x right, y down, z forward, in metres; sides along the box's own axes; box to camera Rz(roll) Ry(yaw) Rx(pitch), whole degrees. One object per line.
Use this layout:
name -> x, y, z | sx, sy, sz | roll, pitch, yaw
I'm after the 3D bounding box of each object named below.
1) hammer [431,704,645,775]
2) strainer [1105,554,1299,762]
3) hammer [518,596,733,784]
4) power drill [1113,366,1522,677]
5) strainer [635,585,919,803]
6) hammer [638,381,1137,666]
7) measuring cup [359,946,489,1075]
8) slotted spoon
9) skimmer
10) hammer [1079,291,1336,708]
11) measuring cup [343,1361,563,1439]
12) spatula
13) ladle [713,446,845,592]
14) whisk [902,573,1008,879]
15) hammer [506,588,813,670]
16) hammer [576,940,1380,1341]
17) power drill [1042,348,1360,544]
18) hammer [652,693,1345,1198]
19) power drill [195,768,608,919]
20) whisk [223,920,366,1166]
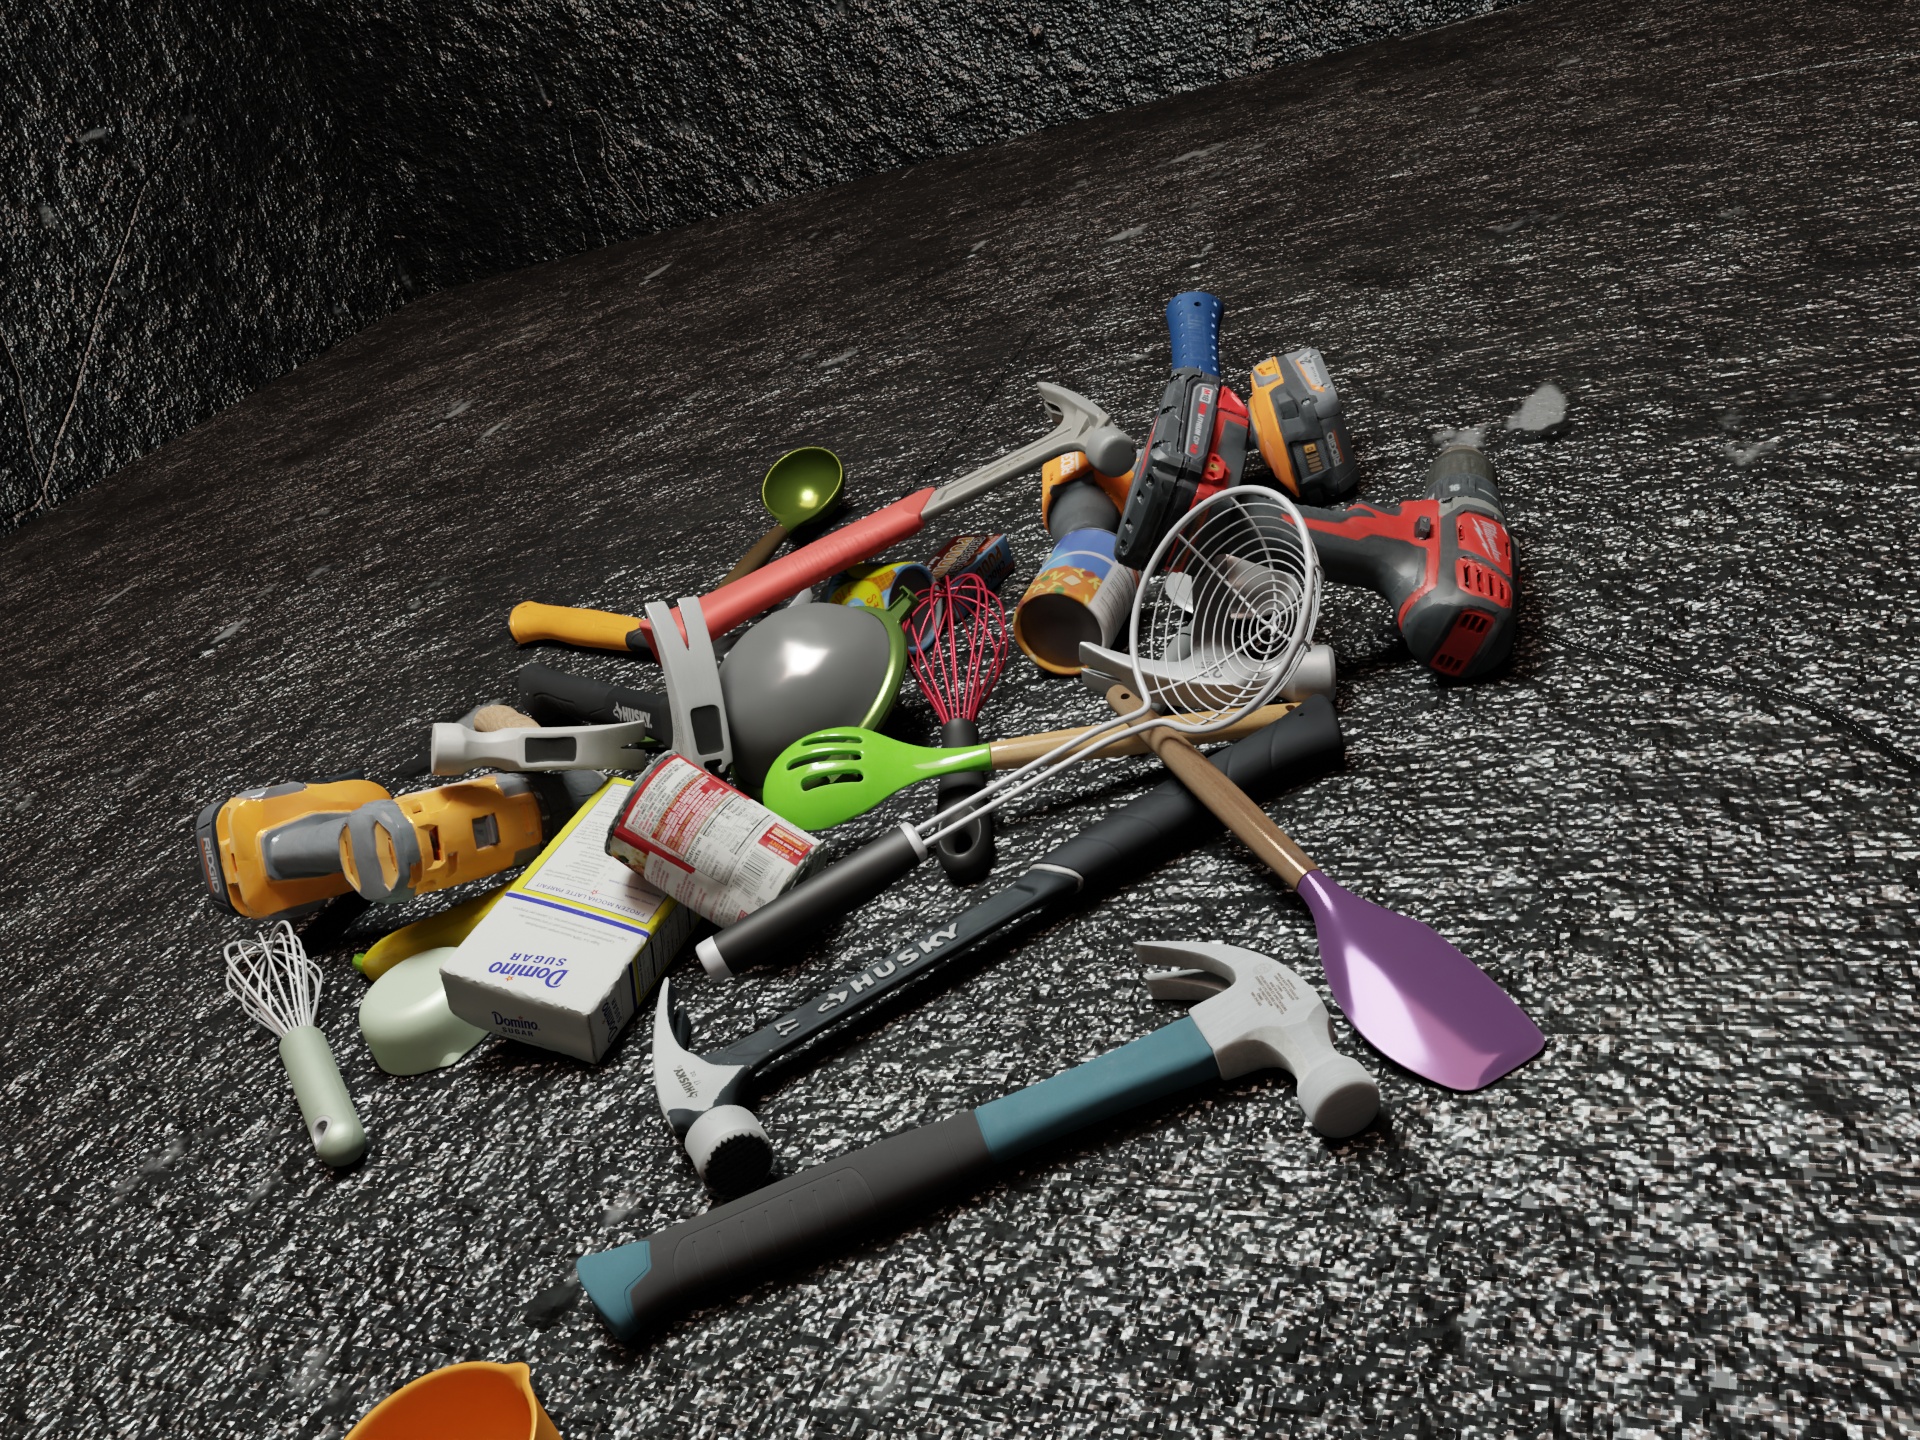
hammer -> -0.296, 0.010, 1.076 | 0.130, 0.031, 0.331 | 1, 3, -21
strainer -> 0.146, -0.055, 0.988 | 0.087, 0.050, 0.258 | 13, 43, 25
hammer -> -0.243, -0.016, 1.102 | 0.035, 0.146, 0.335 | -12, 12, -31
power drill -> 0.216, -0.127, 0.927 | 0.226, 0.080, 0.188 | 19, 43, 1
strainer -> -0.150, -0.020, 1.047 | 0.256, 0.069, 0.152 | -10, 51, 40
hammer -> -0.059, -0.137, 1.123 | 0.359, 0.036, 0.149 | -27, 32, -7
measuring cup -> -0.262, 0.139, 0.906 | 0.167, 0.038, 0.083 | -29, 29, -14
slotted spoon -> 0.042, 0.015, 0.889 | 0.314, 0.031, 0.070 | -7, 48, 1
skimmer -> 0.019, 0.010, 0.791 | 0.363, 0.090, 0.127 | -30, 40, -5
hammer -> 0.153, -0.158, 1.036 | 0.144, 0.035, 0.406 | -2, 46, 7
measuring cup -> -0.153, 0.292, 0.549 | 0.174, 0.052, 0.095 | 11, 41, 42
spatula -> 0.148, 0.063, 0.749 | 0.060, 0.018, 0.316 | -26, 38, -10
ladle -> -0.159, -0.158, 1.311 | 0.078, 0.062, 0.320 | -10, 21, 14
whisk -> -0.002, -0.003, 0.977 | 0.073, 0.073, 0.296 | -15, 35, 9
hammer -> -0.262, -0.075, 1.297 | 0.337, 0.034, 0.127 | 9, 40, 43
hammer -> -0.002, 0.180, 0.667 | 0.331, 0.033, 0.128 | -22, 28, -3
power drill -> 0.168, -0.182, 1.161 | 0.226, 0.084, 0.164 | -17, 30, 14
hammer -> 0.029, 0.089, 0.810 | 0.409, 0.036, 0.149 | -28, 28, -16
power drill -> -0.348, 0.069, 1.013 | 0.226, 0.084, 0.185 | -6, 6, 35
whisk -> -0.376, 0.181, 0.906 | 0.247, 0.059, 0.058 | 32, 94, 52
